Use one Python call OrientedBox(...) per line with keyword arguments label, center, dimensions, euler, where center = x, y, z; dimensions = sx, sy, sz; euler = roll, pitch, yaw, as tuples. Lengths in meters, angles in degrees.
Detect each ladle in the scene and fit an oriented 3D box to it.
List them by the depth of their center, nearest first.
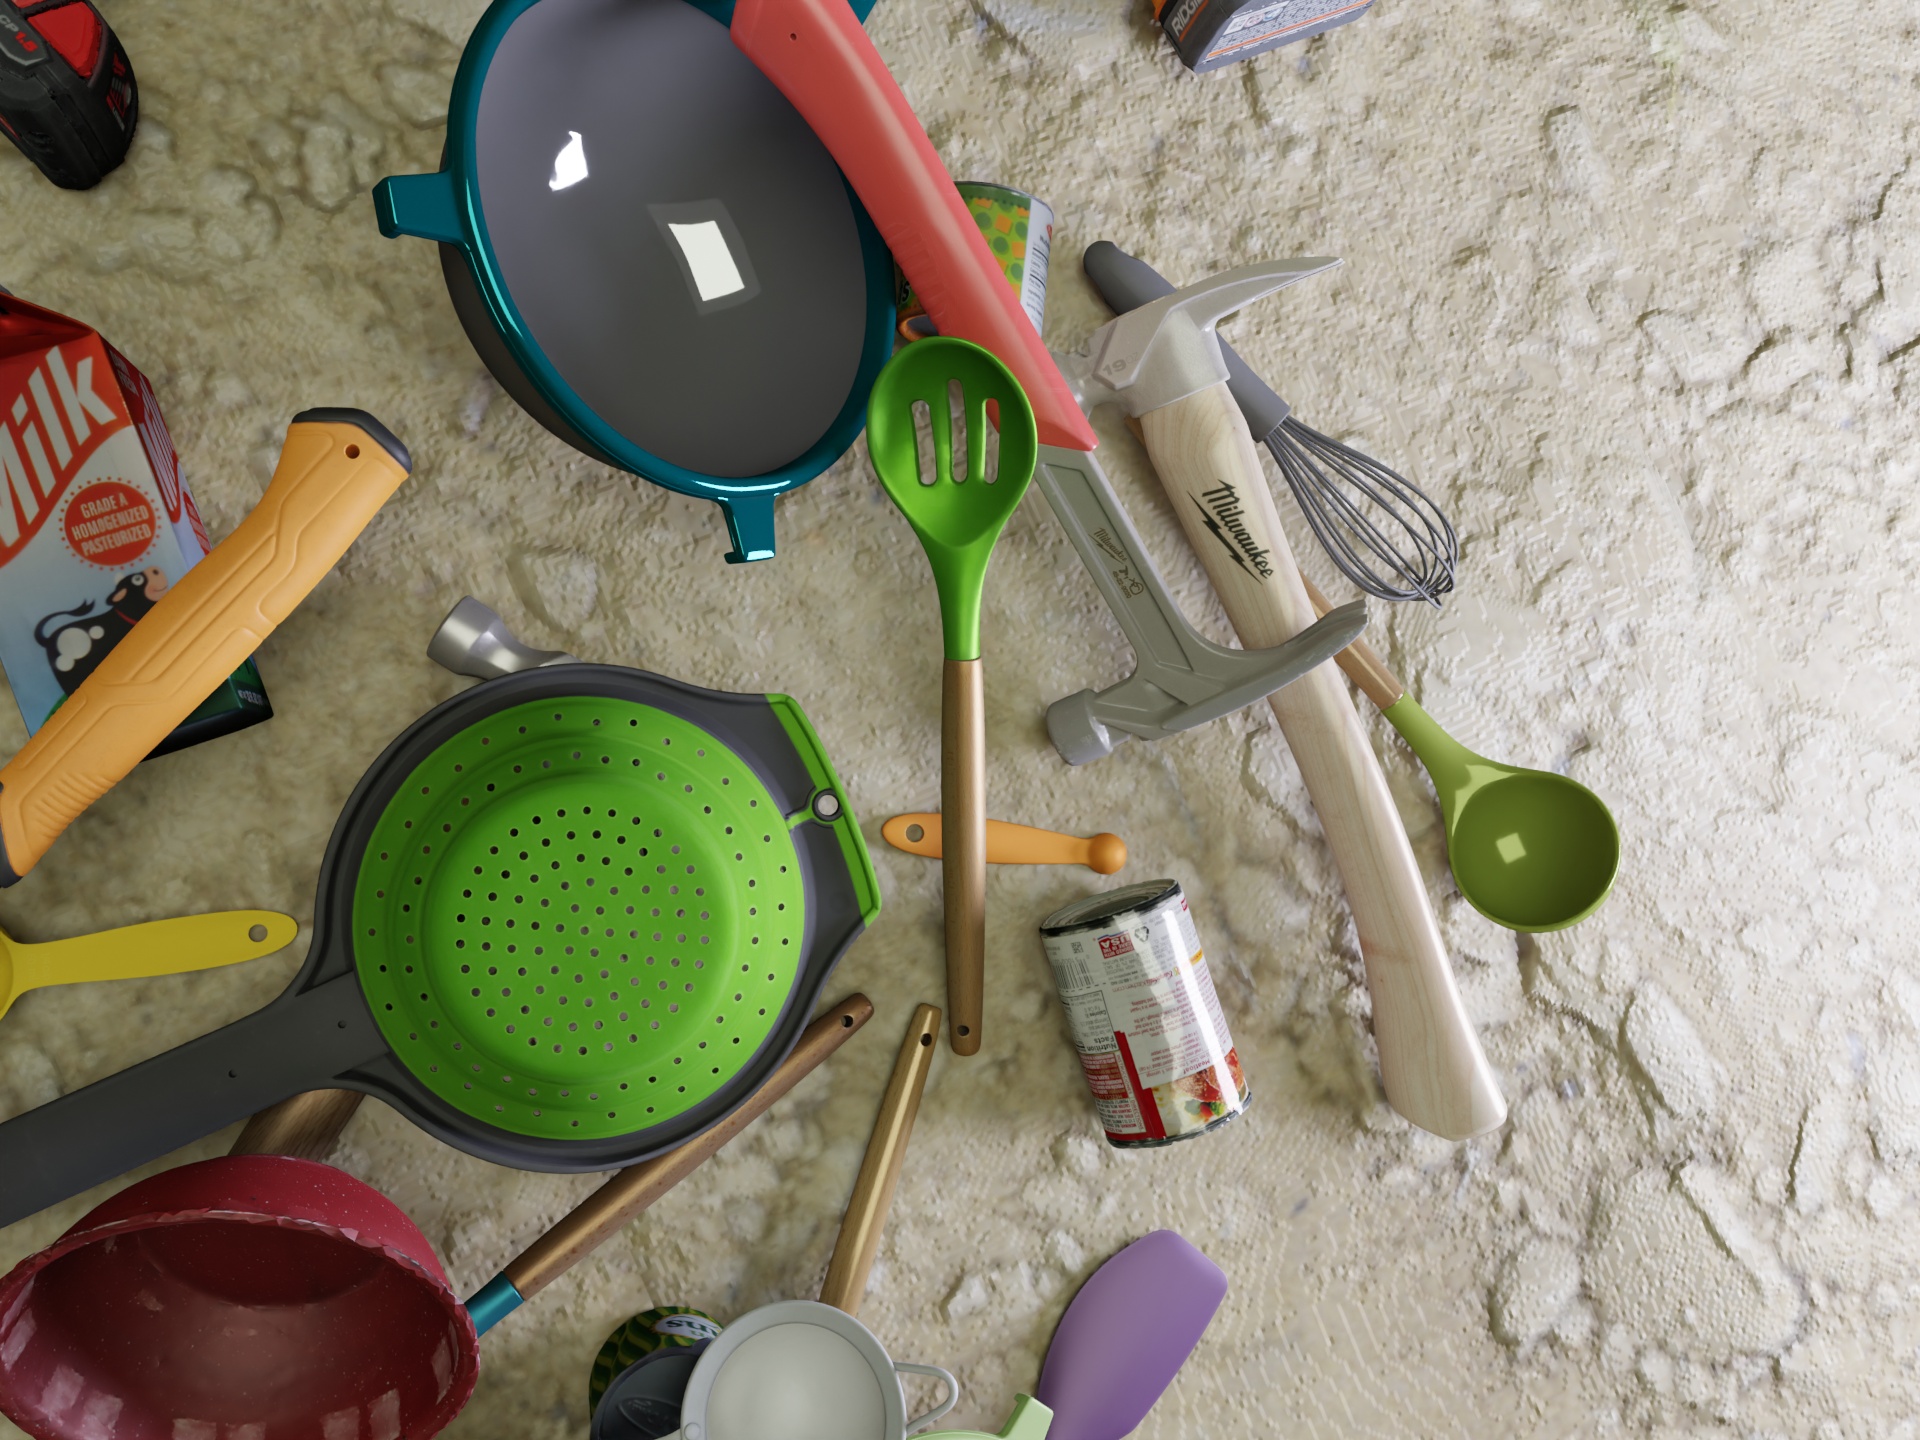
OrientedBox(label="ladle", center=(-0.059, 0.276, 0.686), dimensions=(0.069, 0.031, 0.315), euler=(20, 80, -18))
OrientedBox(label="ladle", center=(0.189, -0.028, 0.749), dimensions=(0.078, 0.062, 0.320), euler=(-42, 94, 5))

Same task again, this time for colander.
OrientedBox(label="colander", center=(-0.216, 0.108, 0.588), dimensions=(0.397, 0.094, 0.204), euler=(-24, 92, -13))

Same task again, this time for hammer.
OrientedBox(label="hammer", center=(-0.312, 0.025, 0.560), dimensions=(0.127, 0.034, 0.337), euler=(41, 80, -9))
OrientedBox(label="hammer", center=(-0.237, 0.120, 0.647), dimensions=(0.130, 0.031, 0.331), euler=(33, 80, -9))
OrientedBox(label="hammer", center=(0.026, -0.153, 0.656), dimensions=(0.149, 0.037, 0.359), euler=(-26, 107, 21))
OrientedBox(label="hammer", center=(0.172, -0.001, 0.725), dimensions=(0.146, 0.038, 0.410), euler=(-21, 97, 21))

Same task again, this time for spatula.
OrientedBox(label="spatula", center=(-0.164, 0.213, 0.657), dimensions=(0.317, 0.044, 0.082), euler=(-36, 92, -21))
OrientedBox(label="spatula", center=(0.011, 0.363, 0.701), dimensions=(0.060, 0.018, 0.316), euler=(38, 78, -4))

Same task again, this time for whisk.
OrientedBox(label="whisk", center=(0.146, -0.139, 0.749), dimensions=(0.239, 0.055, 0.055), euler=(43, 78, -3))

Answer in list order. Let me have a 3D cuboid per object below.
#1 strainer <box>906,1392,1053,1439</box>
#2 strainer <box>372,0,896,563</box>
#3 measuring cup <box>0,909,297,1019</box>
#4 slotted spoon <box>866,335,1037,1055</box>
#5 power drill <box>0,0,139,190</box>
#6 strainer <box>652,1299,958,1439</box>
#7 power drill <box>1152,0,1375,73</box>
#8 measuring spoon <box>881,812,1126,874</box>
OrientedBox(label="strainer", center=(-0.071, 0.366, 0.624), dimensions=(0.256, 0.069, 0.151), euler=(-5, 87, -28))
OrientedBox(label="strainer", center=(-0.110, -0.237, 0.673), dimensions=(0.210, 0.095, 0.341), euler=(44, 53, -34))
OrientedBox(label="measuring cup", center=(-0.348, 0.094, 0.630), dimensions=(0.156, 0.029, 0.062), euler=(-6, 88, -26))
OrientedBox(label="slotted spoon", center=(-0.001, -0.002, 0.672), dimensions=(0.070, 0.031, 0.313), euler=(2, 106, 12))
OrientedBox(label="power drill", center=(-0.309, -0.323, 0.635), dimensions=(0.143, 0.078, 0.220), euler=(47, 75, -8))
OrientedBox(label="strainer", center=(-0.129, 0.280, 0.600), dimensions=(0.258, 0.050, 0.087), euler=(-11, 74, -8))
OrientedBox(label="power drill", center=(0.129, -0.439, 0.746), dimensions=(0.164, 0.084, 0.226), euler=(-24, 89, -14))
OrientedBox(label="measuring spoon", center=(0.022, 0.056, 0.724), dimensions=(0.117, 0.011, 0.021), euler=(7, 85, -13))
